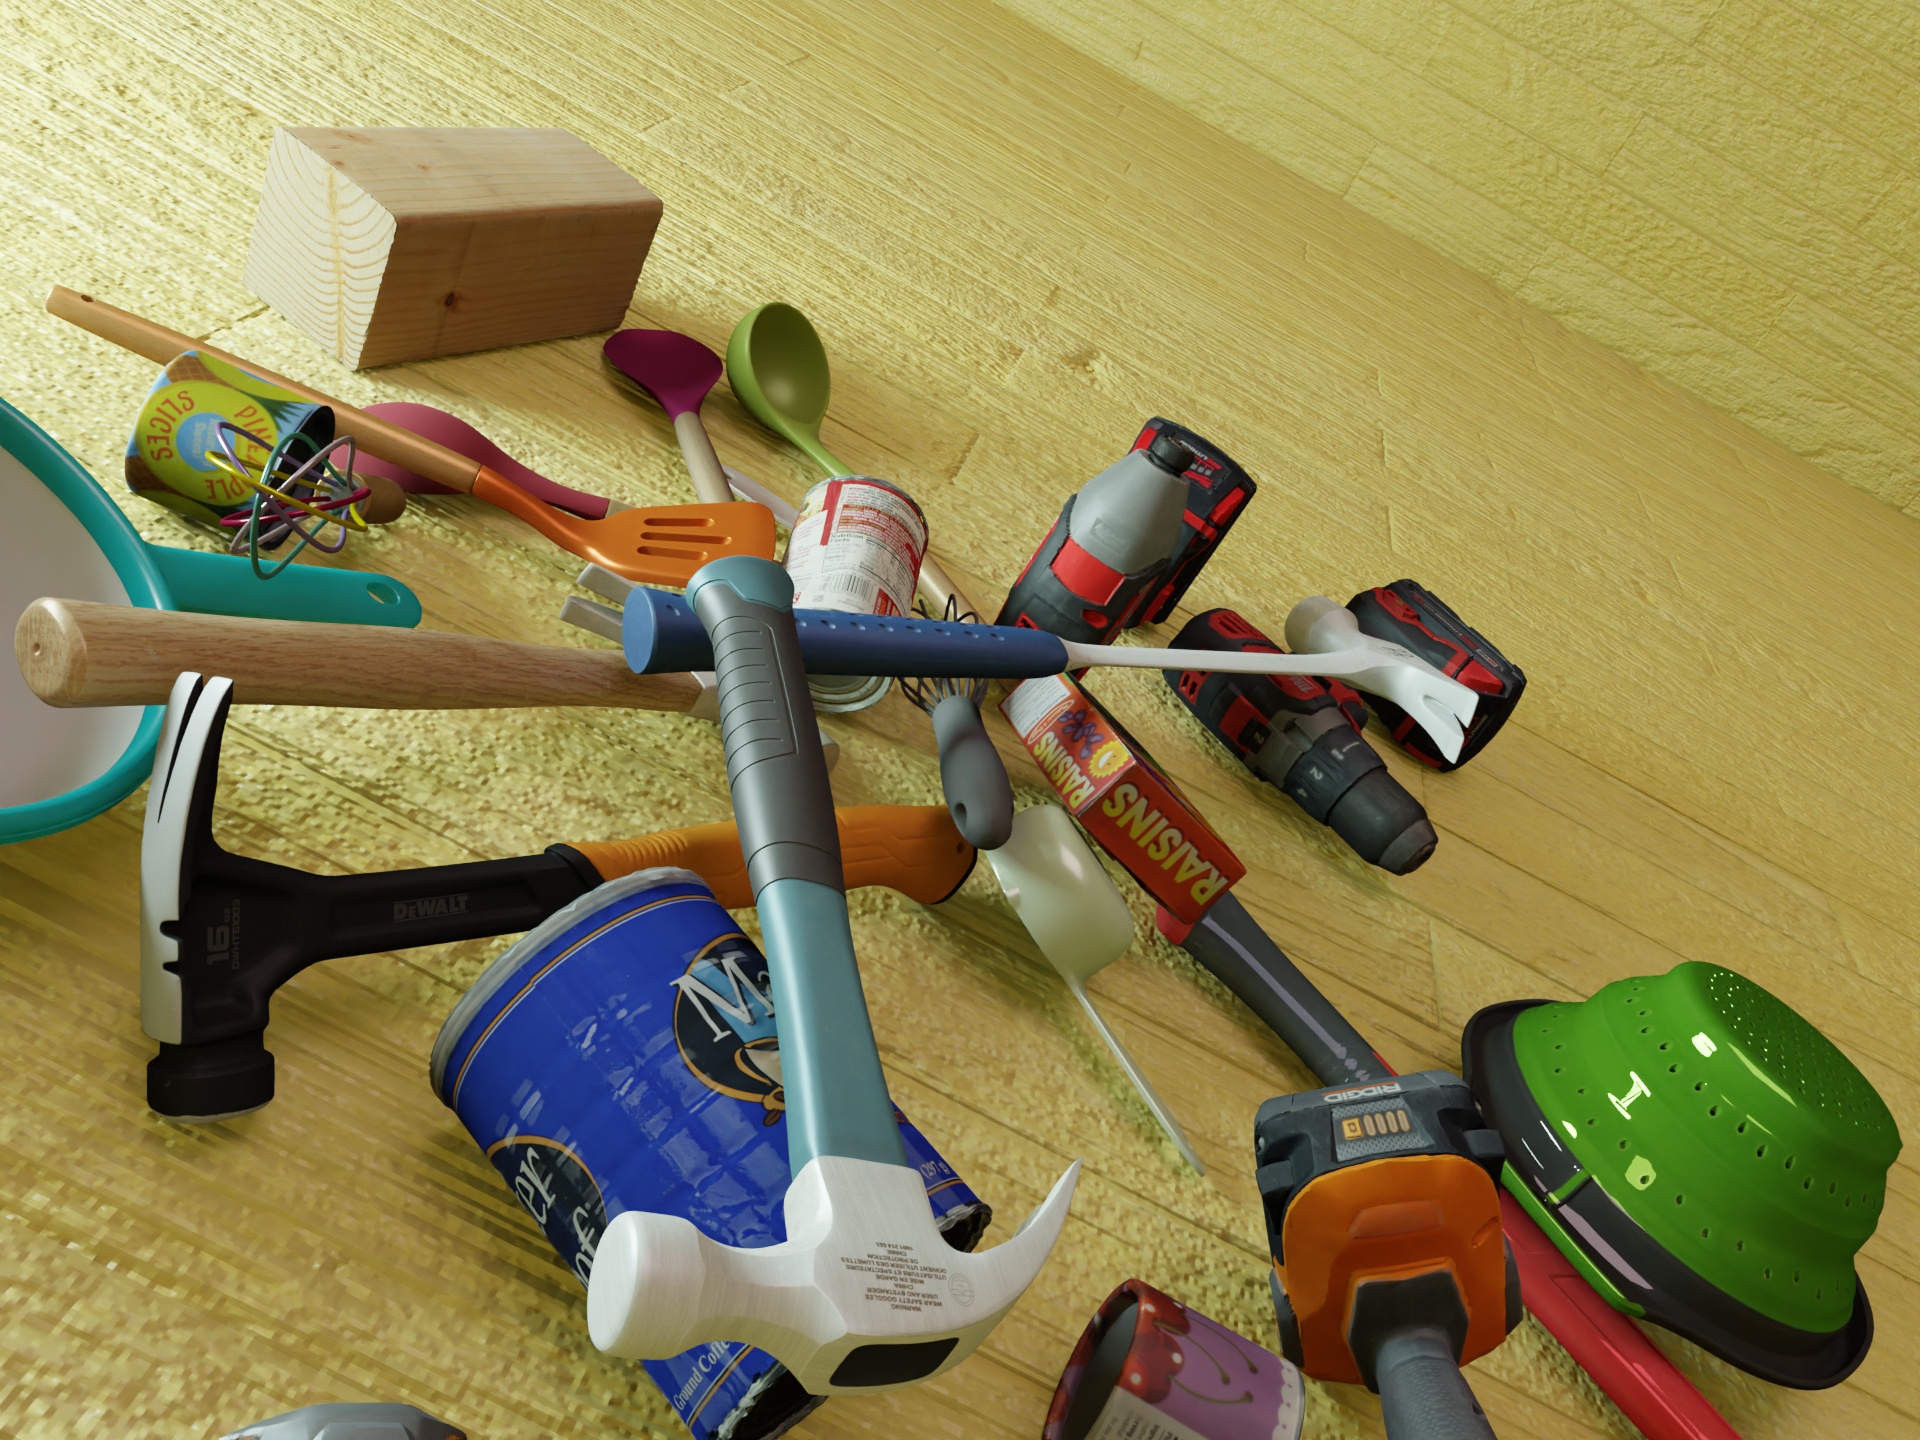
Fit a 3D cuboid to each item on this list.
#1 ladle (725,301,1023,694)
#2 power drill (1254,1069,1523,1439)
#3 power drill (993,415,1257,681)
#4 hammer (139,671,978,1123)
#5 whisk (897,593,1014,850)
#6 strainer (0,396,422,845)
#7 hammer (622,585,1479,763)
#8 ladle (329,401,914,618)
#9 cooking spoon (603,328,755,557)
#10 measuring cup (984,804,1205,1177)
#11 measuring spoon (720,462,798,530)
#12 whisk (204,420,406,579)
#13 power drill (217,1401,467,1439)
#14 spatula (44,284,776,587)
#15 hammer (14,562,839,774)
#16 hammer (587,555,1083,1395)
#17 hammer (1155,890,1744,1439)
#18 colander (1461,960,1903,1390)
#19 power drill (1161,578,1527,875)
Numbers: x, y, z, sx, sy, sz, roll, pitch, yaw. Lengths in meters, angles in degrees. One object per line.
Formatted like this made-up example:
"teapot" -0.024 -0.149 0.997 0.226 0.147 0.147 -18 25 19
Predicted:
"ladle" -0.039 -0.125 0.907 0.078 0.062 0.320 7 39 -55
"power drill" 0.149 0.217 0.479 0.084 0.164 0.227 -11 35 5
"power drill" 0.095 -0.102 0.880 0.078 0.143 0.220 36 22 6
"hammer" -0.113 0.048 0.569 0.034 0.127 0.336 5 4 42
"whisk" 0.000 -0.003 0.729 0.055 0.055 0.239 21 19 -15
"strainer" -0.321 -0.026 0.517 0.211 0.095 0.340 55 18 14
"hammer" 0.054 -0.028 0.714 0.405 0.035 0.144 1 23 -28
"ladle" -0.154 -0.093 0.796 0.315 0.031 0.069 20 36 -19
"cooking spoon" -0.144 -0.149 0.863 0.068 0.017 0.319 -2 35 -20
"measuring cup" 0.066 0.106 0.658 0.168 0.038 0.083 57 5 22
"measuring spoon" -0.098 -0.107 0.876 0.124 0.018 0.034 37 31 24
"whisk" -0.237 -0.082 0.607 0.047 0.051 0.245 -2 7 -11
"power drill" -0.192 0.219 0.276 0.226 0.084 0.186 14 36 -32
"spatula" -0.239 -0.126 0.716 0.322 0.041 0.081 23 34 -18
"hammer" -0.181 -0.020 0.594 0.130 0.031 0.331 42 19 23
"hammer" -0.051 0.046 0.482 0.128 0.033 0.331 18 31 -26
"hammer" 0.229 0.203 0.678 0.143 0.038 0.387 -8 48 -47
"colander" 0.389 0.182 0.747 0.396 0.094 0.205 9 34 -42
"power drill" 0.246 0.000 0.948 0.226 0.080 0.188 -13 51 -44
